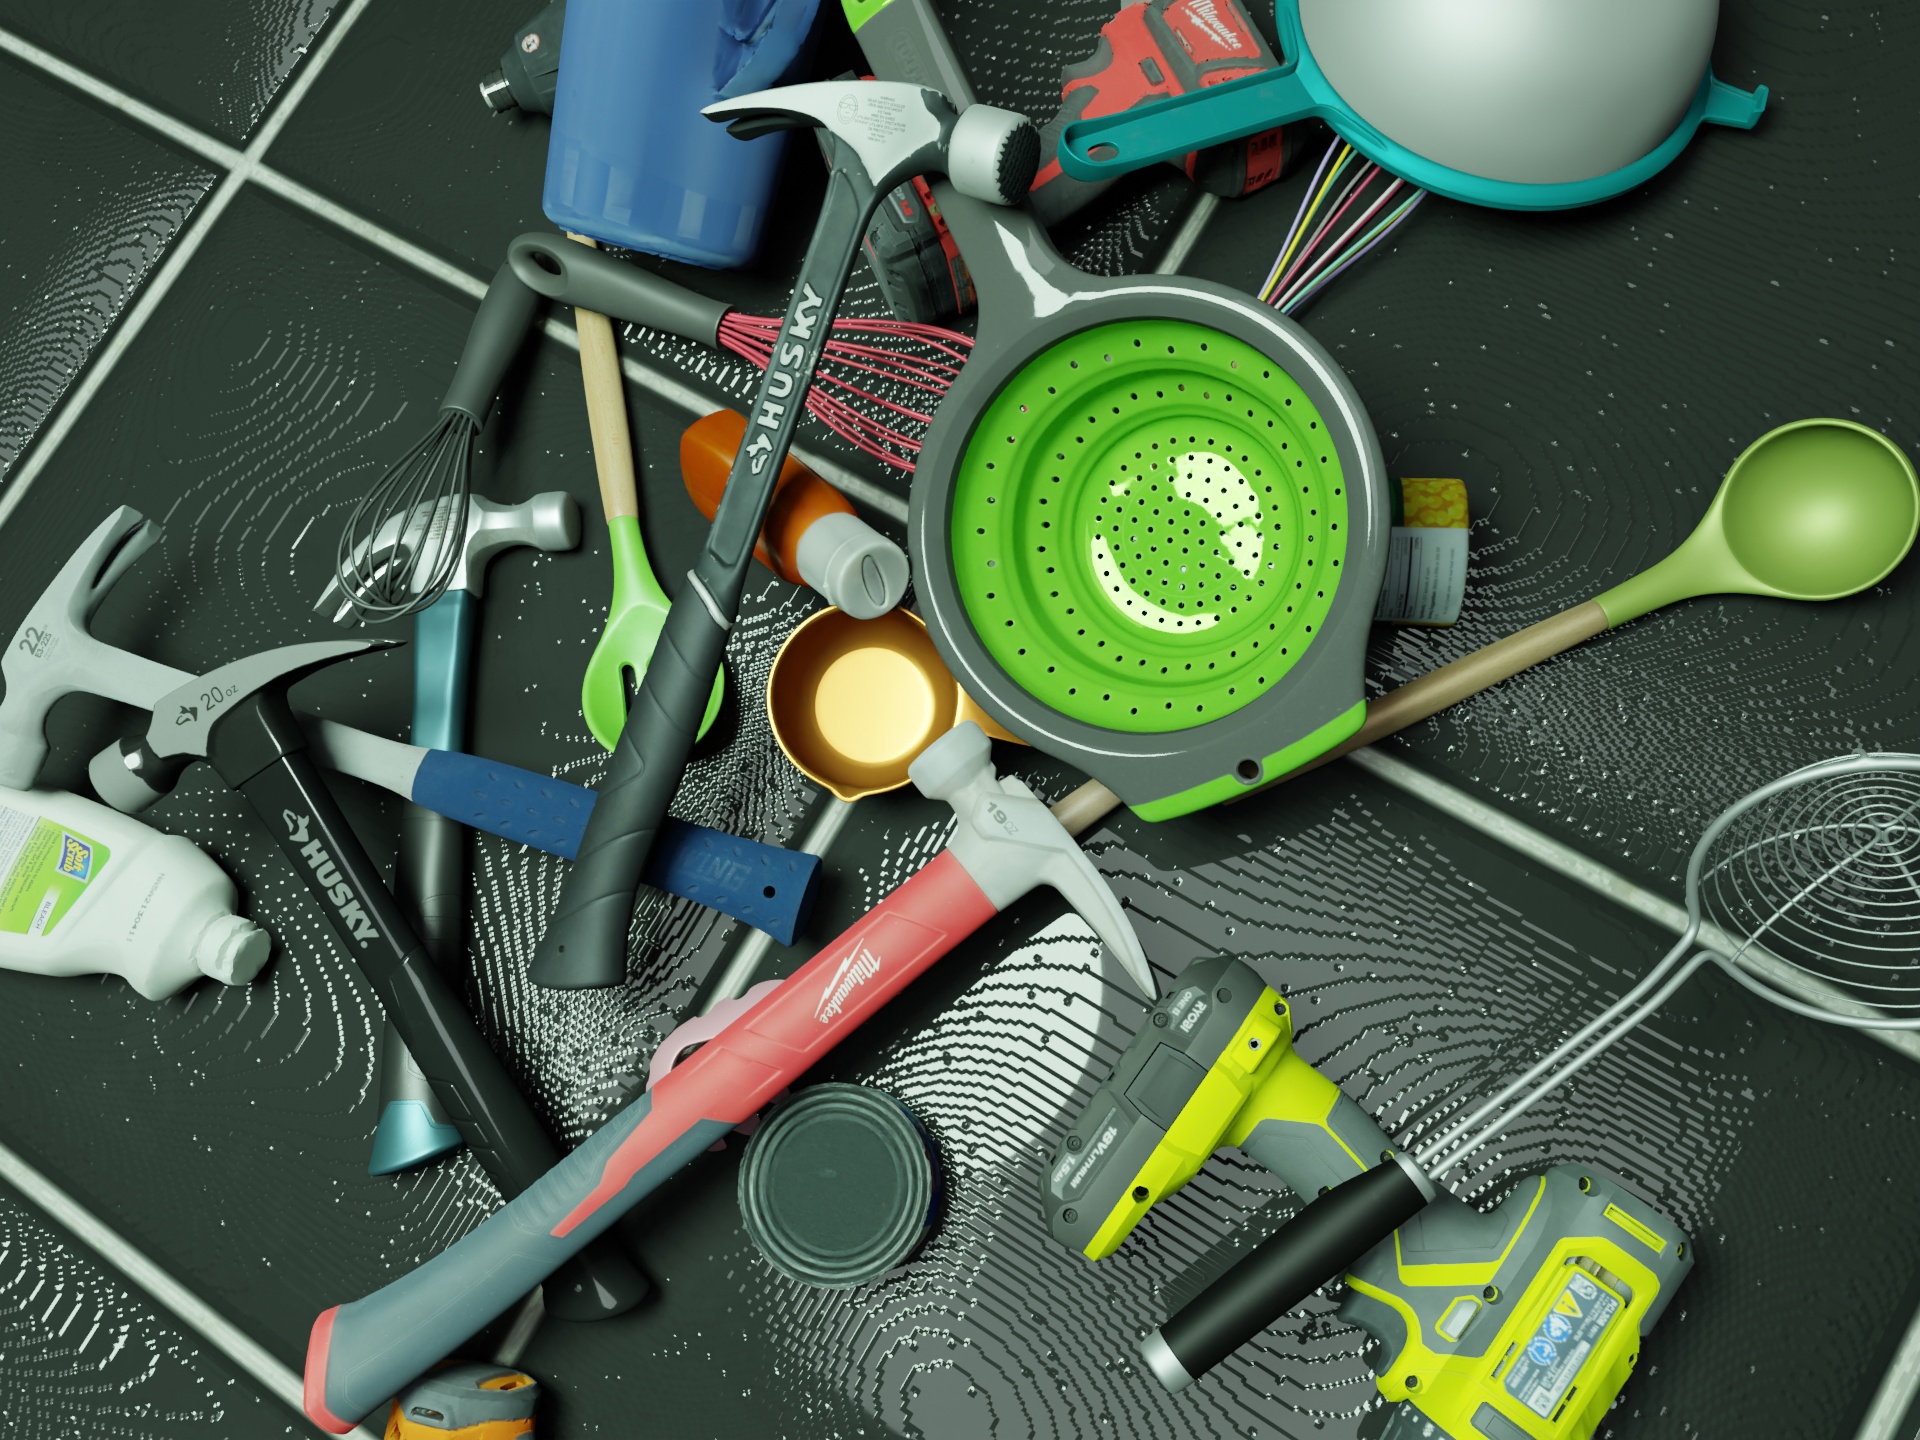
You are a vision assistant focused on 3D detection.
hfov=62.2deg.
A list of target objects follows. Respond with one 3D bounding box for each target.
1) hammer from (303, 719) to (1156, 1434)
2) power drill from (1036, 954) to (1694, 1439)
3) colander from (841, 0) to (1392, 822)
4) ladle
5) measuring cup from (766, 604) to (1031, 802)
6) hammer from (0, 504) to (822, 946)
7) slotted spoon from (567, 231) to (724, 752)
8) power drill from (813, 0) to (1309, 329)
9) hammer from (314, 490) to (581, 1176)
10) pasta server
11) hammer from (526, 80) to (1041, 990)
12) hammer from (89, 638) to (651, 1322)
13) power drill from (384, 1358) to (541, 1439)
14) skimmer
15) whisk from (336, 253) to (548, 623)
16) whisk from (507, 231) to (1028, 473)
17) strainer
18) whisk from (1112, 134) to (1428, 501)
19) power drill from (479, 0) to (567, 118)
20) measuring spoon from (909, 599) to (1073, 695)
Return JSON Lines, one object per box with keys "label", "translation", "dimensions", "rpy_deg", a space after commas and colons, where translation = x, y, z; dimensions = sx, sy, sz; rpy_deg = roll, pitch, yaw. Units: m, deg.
{"label": "hammer", "translation": [-0.101, 0.173, 0.666], "dimensions": [0.386, 0.038, 0.143], "rpy_deg": [-39, 84, -5]}
{"label": "power drill", "translation": [0.147, 0.222, 0.640], "dimensions": [0.228, 0.080, 0.190], "rpy_deg": [35, 84, 13]}
{"label": "colander", "translation": [0.053, -0.156, 0.697], "dimensions": [0.204, 0.094, 0.397], "rpy_deg": [-27, 85, 22]}
{"label": "ladle", "translation": [0.258, -0.037, 0.696], "dimensions": [0.320, 0.062, 0.078], "rpy_deg": [-26, 80, 5]}
{"label": "measuring cup", "translation": [-0.001, -0.002, 0.735], "dimensions": [0.173, 0.052, 0.095], "rpy_deg": [9, 86, 0]}
{"label": "hammer", "translation": [-0.259, 0.017, 0.742], "dimensions": [0.405, 0.035, 0.144], "rpy_deg": [17, 79, 7]}
{"label": "slotted spoon", "translation": [-0.172, -0.123, 0.804], "dimensions": [0.070, 0.031, 0.314], "rpy_deg": [-12, 73, 0]}
{"label": "power drill", "translation": [0.045, -0.297, 0.787], "dimensions": [0.219, 0.078, 0.143], "rpy_deg": [-24, 74, 0]}
{"label": "hammer", "translation": [-0.255, 0.049, 0.772], "dimensions": [0.128, 0.033, 0.331], "rpy_deg": [-3, 76, 8]}
{"label": "pasta server", "translation": [-0.012, 0.090, 0.726], "dimensions": [0.316, 0.040, 0.060], "rpy_deg": [-35, 73, -4]}
{"label": "hammer", "translation": [-0.104, -0.072, 0.673], "dimensions": [0.149, 0.036, 0.409], "rpy_deg": [24, 96, 25]}
{"label": "hammer", "translation": [-0.236, 0.118, 0.701], "dimensions": [0.146, 0.035, 0.335], "rpy_deg": [-32, 91, 9]}
{"label": "power drill", "translation": [-0.146, 0.370, 0.652], "dimensions": [0.226, 0.084, 0.164], "rpy_deg": [7, 78, 16]}
{"label": "skimmer", "translation": [0.224, 0.141, 0.566], "dimensions": [0.363, 0.090, 0.127], "rpy_deg": [-37, 110, 0]}
{"label": "whisk", "translation": [-0.250, -0.149, 0.793], "dimensions": [0.055, 0.055, 0.239], "rpy_deg": [6, 60, 11]}
{"label": "whisk", "translation": [-0.098, -0.186, 0.781], "dimensions": [0.296, 0.073, 0.073], "rpy_deg": [23, 81, 14]}
{"label": "strainer", "translation": [0.201, -0.321, 0.707], "dimensions": [0.340, 0.095, 0.211], "rpy_deg": [-22, 71, -15]}
{"label": "whisk", "translation": [0.157, -0.202, 0.763], "dimensions": [0.051, 0.047, 0.245], "rpy_deg": [38, 89, 25]}
{"label": "power drill", "translation": [-0.202, -0.440, 0.862], "dimensions": [0.171, 0.080, 0.223], "rpy_deg": [-21, 77, 3]}
{"label": "measuring spoon", "translation": [0.025, -0.022, 0.750], "dimensions": [0.124, 0.018, 0.034], "rpy_deg": [38, 85, 15]}
